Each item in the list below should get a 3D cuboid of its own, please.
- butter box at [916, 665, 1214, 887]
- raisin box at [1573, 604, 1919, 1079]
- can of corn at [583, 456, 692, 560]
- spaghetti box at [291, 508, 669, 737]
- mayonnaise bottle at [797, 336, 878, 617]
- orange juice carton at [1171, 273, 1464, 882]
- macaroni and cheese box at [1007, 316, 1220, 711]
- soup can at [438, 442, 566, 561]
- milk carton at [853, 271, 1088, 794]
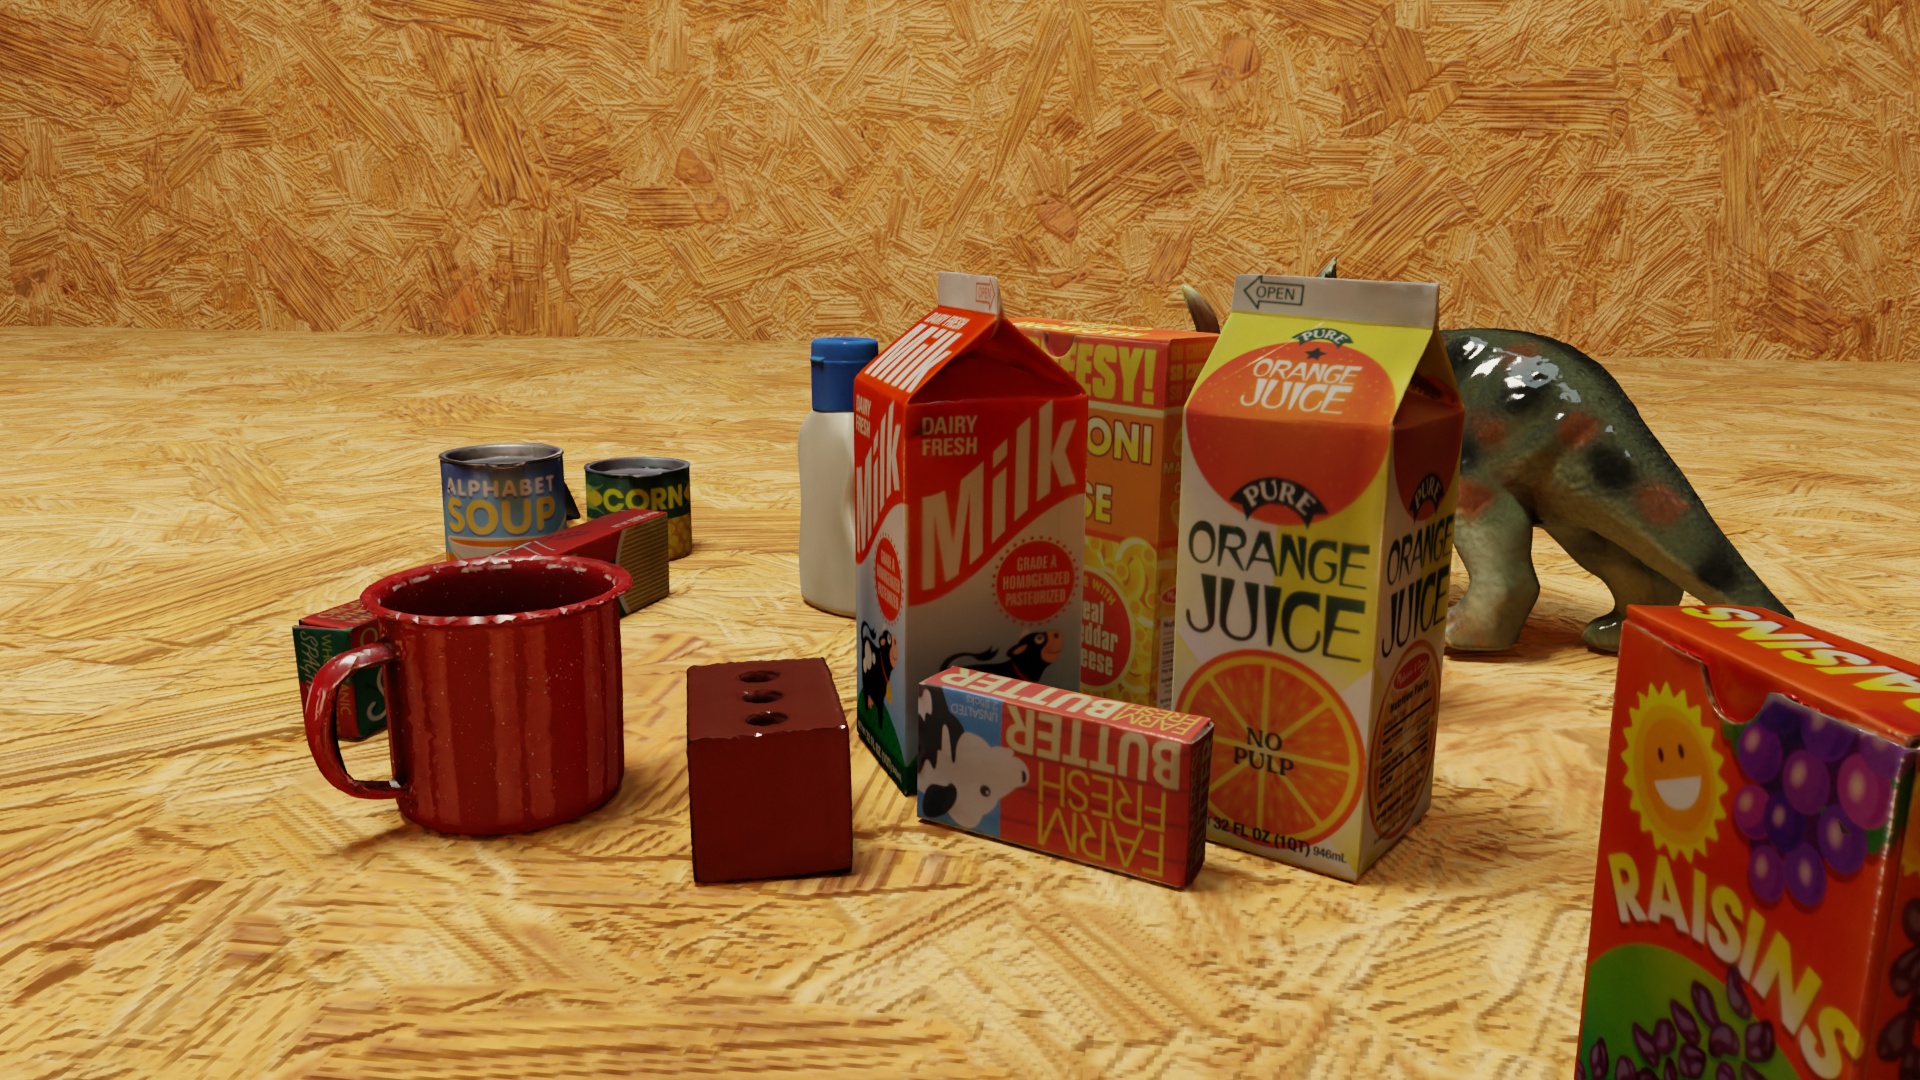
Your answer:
[{"bbox_3d":[0.034,0.079,0.472,0.103,0.053,0.024,8,14,31],"label":"butter box"},{"bbox_3d":[0.176,0.083,0.297,0.040,0.123,0.086,-1,12,-8],"label":"raisin box"},{"bbox_3d":[-0.204,-0.019,0.883,0.071,0.058,0.071,0,13,0],"label":"can of corn"},{"bbox_3d":[-0.218,0.032,0.676,0.029,0.050,0.251,5,13,18],"label":"spaghetti box"},{"bbox_3d":[-0.062,-0.035,0.757,0.041,0.147,0.065,-10,16,-40],"label":"mayonnaise bottle"},{"bbox_3d":[0.122,0.007,0.475,0.072,0.192,0.073,9,15,35],"label":"orange juice carton"},{"bbox_3d":[0.054,-0.011,0.610,0.040,0.166,0.124,-10,16,-39],"label":"macaroni and cheese box"},{"bbox_3d":[-0.253,-0.008,0.774,0.071,0.083,0.071,0,12,0],"label":"soup can"},{"bbox_3d":[0.002,-0.007,0.537,0.073,0.190,0.072,-4,13,-19],"label":"milk carton"}]
